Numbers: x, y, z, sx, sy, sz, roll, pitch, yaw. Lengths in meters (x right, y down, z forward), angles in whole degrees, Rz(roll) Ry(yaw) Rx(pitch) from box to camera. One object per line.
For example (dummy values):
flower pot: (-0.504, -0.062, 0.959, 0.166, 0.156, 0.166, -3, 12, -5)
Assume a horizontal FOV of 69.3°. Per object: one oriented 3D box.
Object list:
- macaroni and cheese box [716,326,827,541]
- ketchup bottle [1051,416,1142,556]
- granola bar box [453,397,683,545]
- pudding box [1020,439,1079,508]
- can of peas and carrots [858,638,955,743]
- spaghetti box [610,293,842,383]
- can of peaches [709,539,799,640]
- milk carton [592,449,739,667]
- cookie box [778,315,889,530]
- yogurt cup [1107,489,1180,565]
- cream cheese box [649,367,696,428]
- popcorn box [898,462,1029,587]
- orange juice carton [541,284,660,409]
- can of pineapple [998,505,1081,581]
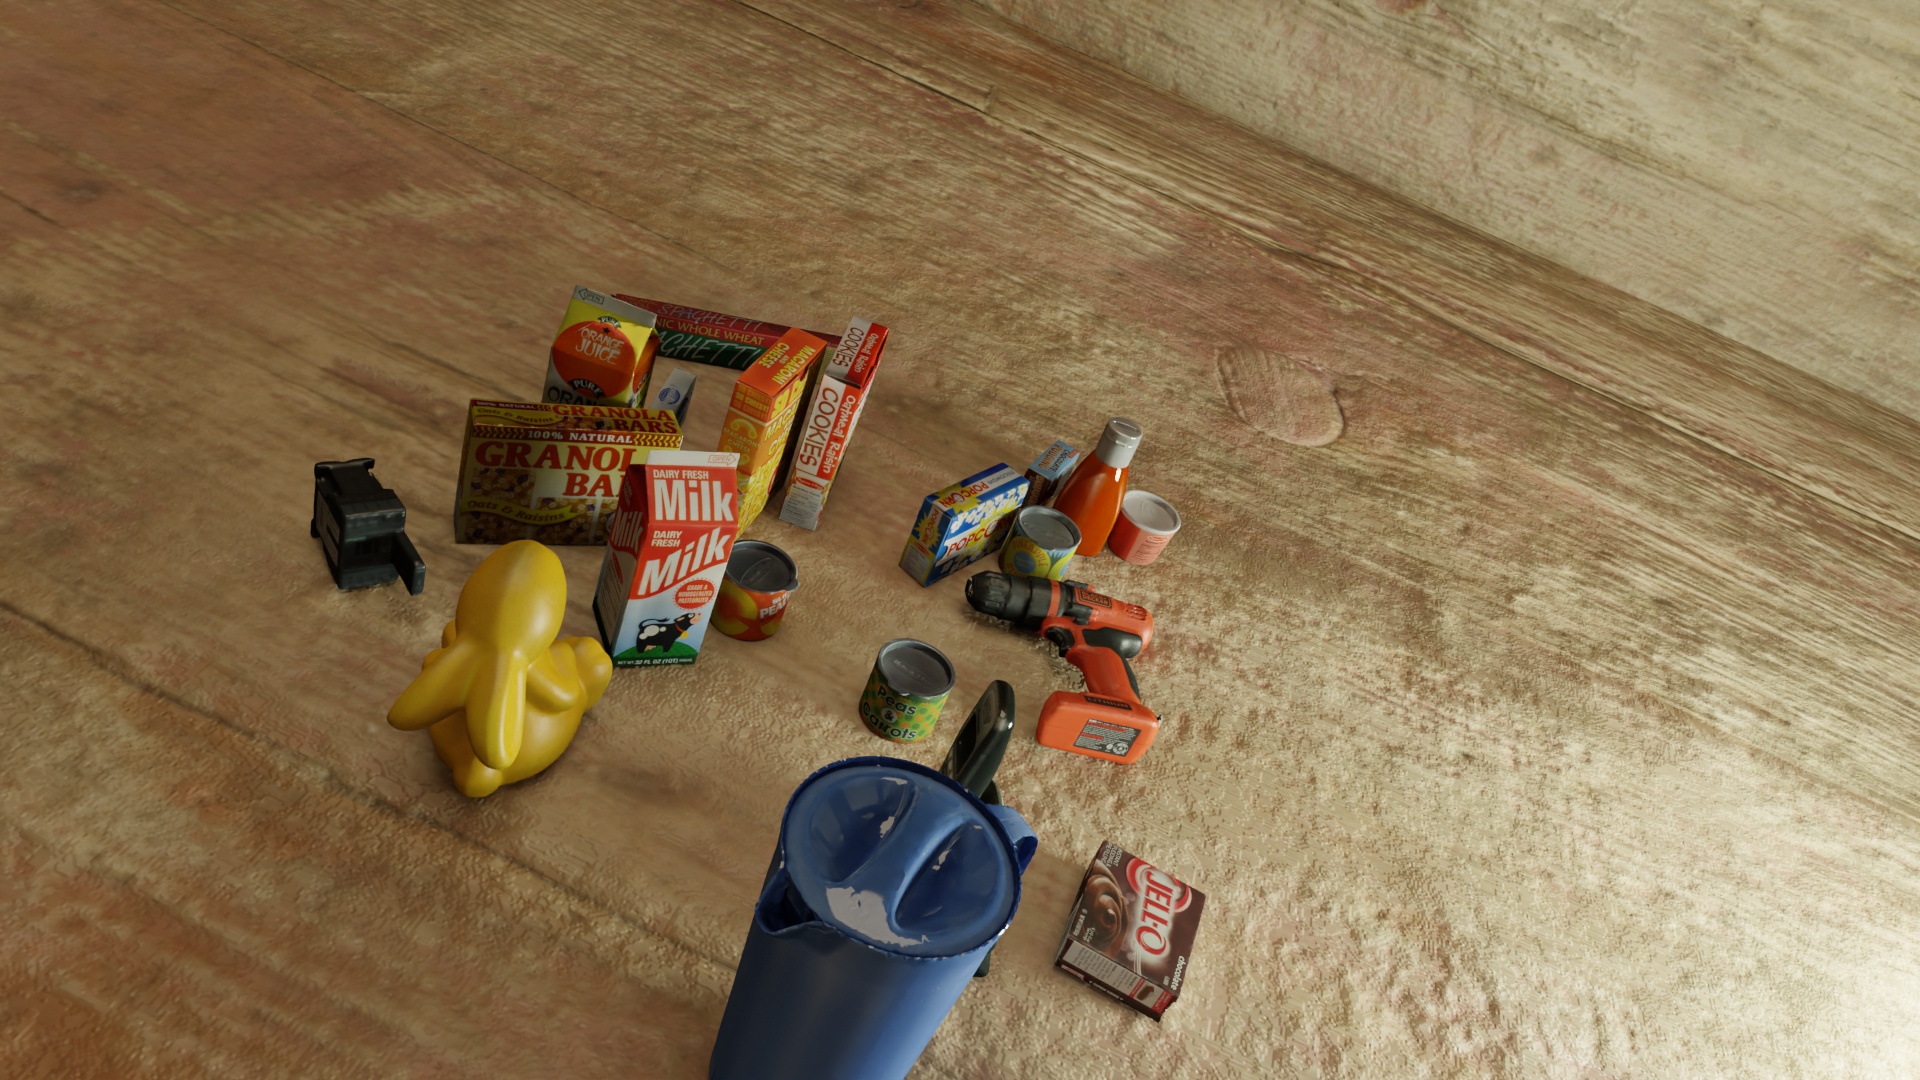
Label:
macaroni and cheese box: (-0.178, -0.094, 1.250, 0.040, 0.165, 0.124, 26, 35, 4)
ketchup bottle: (0.137, -0.054, 1.390, 0.065, 0.148, 0.044, 22, 35, -2)
granola bar box: (-0.327, -0.054, 1.151, 0.166, 0.123, 0.039, 1, 40, -28)
pudding box: (0.091, -0.067, 1.467, 0.030, 0.049, 0.084, 31, 36, 12)
can of peas and carrots: (-0.045, 0.124, 1.131, 0.071, 0.058, 0.071, 15, 36, -11)
spaghetti box: (-0.247, -0.211, 1.466, 0.250, 0.050, 0.029, 8, 38, -20)
can of peaches: (-0.174, 0.043, 1.166, 0.071, 0.057, 0.071, 15, 36, -11)
milk carton: (-0.225, 0.006, 1.071, 0.072, 0.189, 0.074, 0, 41, -30)
cookie box: (-0.118, -0.111, 1.305, 0.040, 0.166, 0.123, 20, 35, -4)
yogurt cup: (0.188, -0.011, 1.443, 0.072, 0.053, 0.073, 15, 36, -11)
cream cheese box: (-0.280, -0.116, 1.320, 0.024, 0.053, 0.104, 19, 35, -6)
popcorn box: (0.005, -0.017, 1.321, 0.038, 0.084, 0.127, 39, 38, 21)
orange juice carton: (-0.313, -0.127, 1.195, 0.072, 0.191, 0.073, 20, 35, -5)
can of pineapple: (0.075, 0.009, 1.351, 0.071, 0.057, 0.071, 15, 36, -11)
